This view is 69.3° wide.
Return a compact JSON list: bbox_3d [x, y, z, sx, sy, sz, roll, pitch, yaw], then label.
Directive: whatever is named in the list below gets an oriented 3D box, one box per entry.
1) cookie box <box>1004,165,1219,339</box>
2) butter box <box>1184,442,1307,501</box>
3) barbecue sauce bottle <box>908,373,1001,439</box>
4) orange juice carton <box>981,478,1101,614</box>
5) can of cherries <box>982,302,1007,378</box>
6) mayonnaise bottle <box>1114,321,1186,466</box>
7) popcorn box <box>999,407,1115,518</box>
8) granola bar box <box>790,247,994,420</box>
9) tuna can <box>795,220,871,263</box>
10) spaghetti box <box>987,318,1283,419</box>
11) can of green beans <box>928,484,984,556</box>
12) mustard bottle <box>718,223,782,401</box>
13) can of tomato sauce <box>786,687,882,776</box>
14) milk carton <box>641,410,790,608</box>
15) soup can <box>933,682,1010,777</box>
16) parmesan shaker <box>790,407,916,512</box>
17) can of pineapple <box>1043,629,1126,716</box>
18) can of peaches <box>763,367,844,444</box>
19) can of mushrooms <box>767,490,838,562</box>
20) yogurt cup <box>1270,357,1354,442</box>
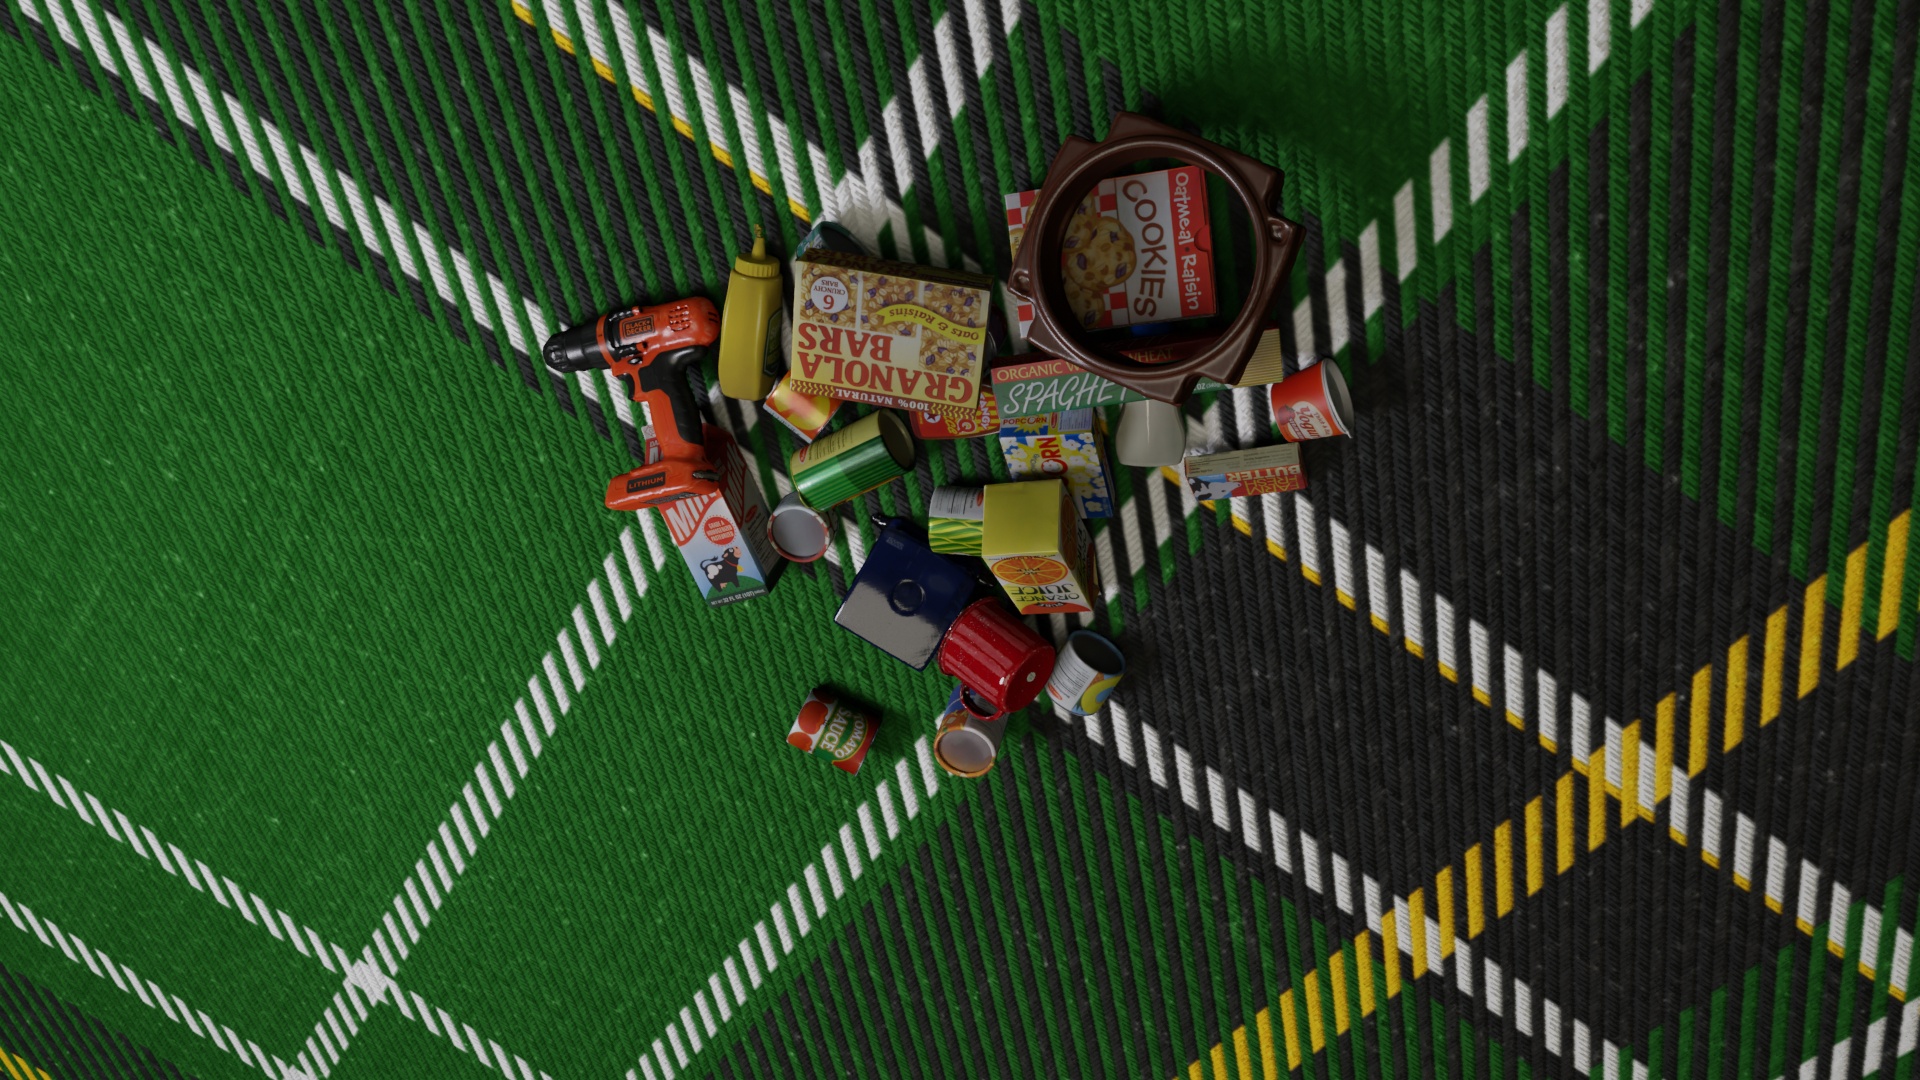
[{"bbox_3d":[0.128,-0.240,1.168,0.167,0.040,0.122,-5,97,16],"label":"cookie box"},{"bbox_3d":[0.258,-0.061,1.252,0.103,0.024,0.053,-7,155,17],"label":"butter box"},{"bbox_3d":[0.029,-0.126,1.275,0.148,0.044,0.064,0,120,13],"label":"barbecue sauce bottle"},{"bbox_3d":[0.079,0.017,1.295,0.072,0.073,0.192,-4,156,16],"label":"orange juice carton"},{"bbox_3d":[0.004,-0.182,1.241,0.071,0.059,0.071,6,120,11],"label":"can of cherries"},{"bbox_3d":[0.170,-0.139,1.236,0.065,0.041,0.147,1,117,7],"label":"mayonnaise bottle"},{"bbox_3d":[0.090,-0.070,1.266,0.085,0.038,0.126,-2,143,15],"label":"popcorn box"},{"bbox_3d":[-0.060,-0.178,1.196,0.166,0.039,0.123,10,122,5],"label":"granola bar box"},{"bbox_3d":[-0.111,-0.248,1.226,0.071,0.071,0.032,42,118,-11],"label":"tuna can"},{"bbox_3d":[0.149,-0.146,1.193,0.250,0.029,0.050,-7,115,8],"label":"spaghetti box"},{"bbox_3d":[0.005,-0.019,1.326,0.058,0.071,0.071,4,119,12],"label":"can of green beans"},{"bbox_3d":[-0.189,-0.210,1.271,0.049,0.065,0.159,12,116,7],"label":"mustard bottle"},{"bbox_3d":[-0.134,0.203,1.480,0.083,0.071,0.070,26,121,-1],"label":"can of tomato sauce"},{"bbox_3d":[-0.246,-0.036,1.373,0.072,0.074,0.190,-14,114,19],"label":"milk carton"},{"bbox_3d":[0.011,0.195,1.432,0.071,0.084,0.071,6,120,11],"label":"soup can"},{"bbox_3d":[-0.101,-0.074,1.318,0.103,0.072,0.071,-23,111,23],"label":"parmesan shaker"},{"bbox_3d":[0.124,0.131,1.382,0.071,0.071,0.057,29,121,-3],"label":"can of pineapple"},{"bbox_3d":[-0.142,-0.135,1.299,0.058,0.071,0.071,37,120,-7],"label":"can of peaches"},{"bbox_3d":[-0.157,-0.011,1.389,0.071,0.034,0.070,5,119,10],"label":"can of mushrooms"},{"bbox_3d":[0.304,-0.118,1.202,0.054,0.073,0.072,-16,114,30],"label":"yogurt cup"}]
